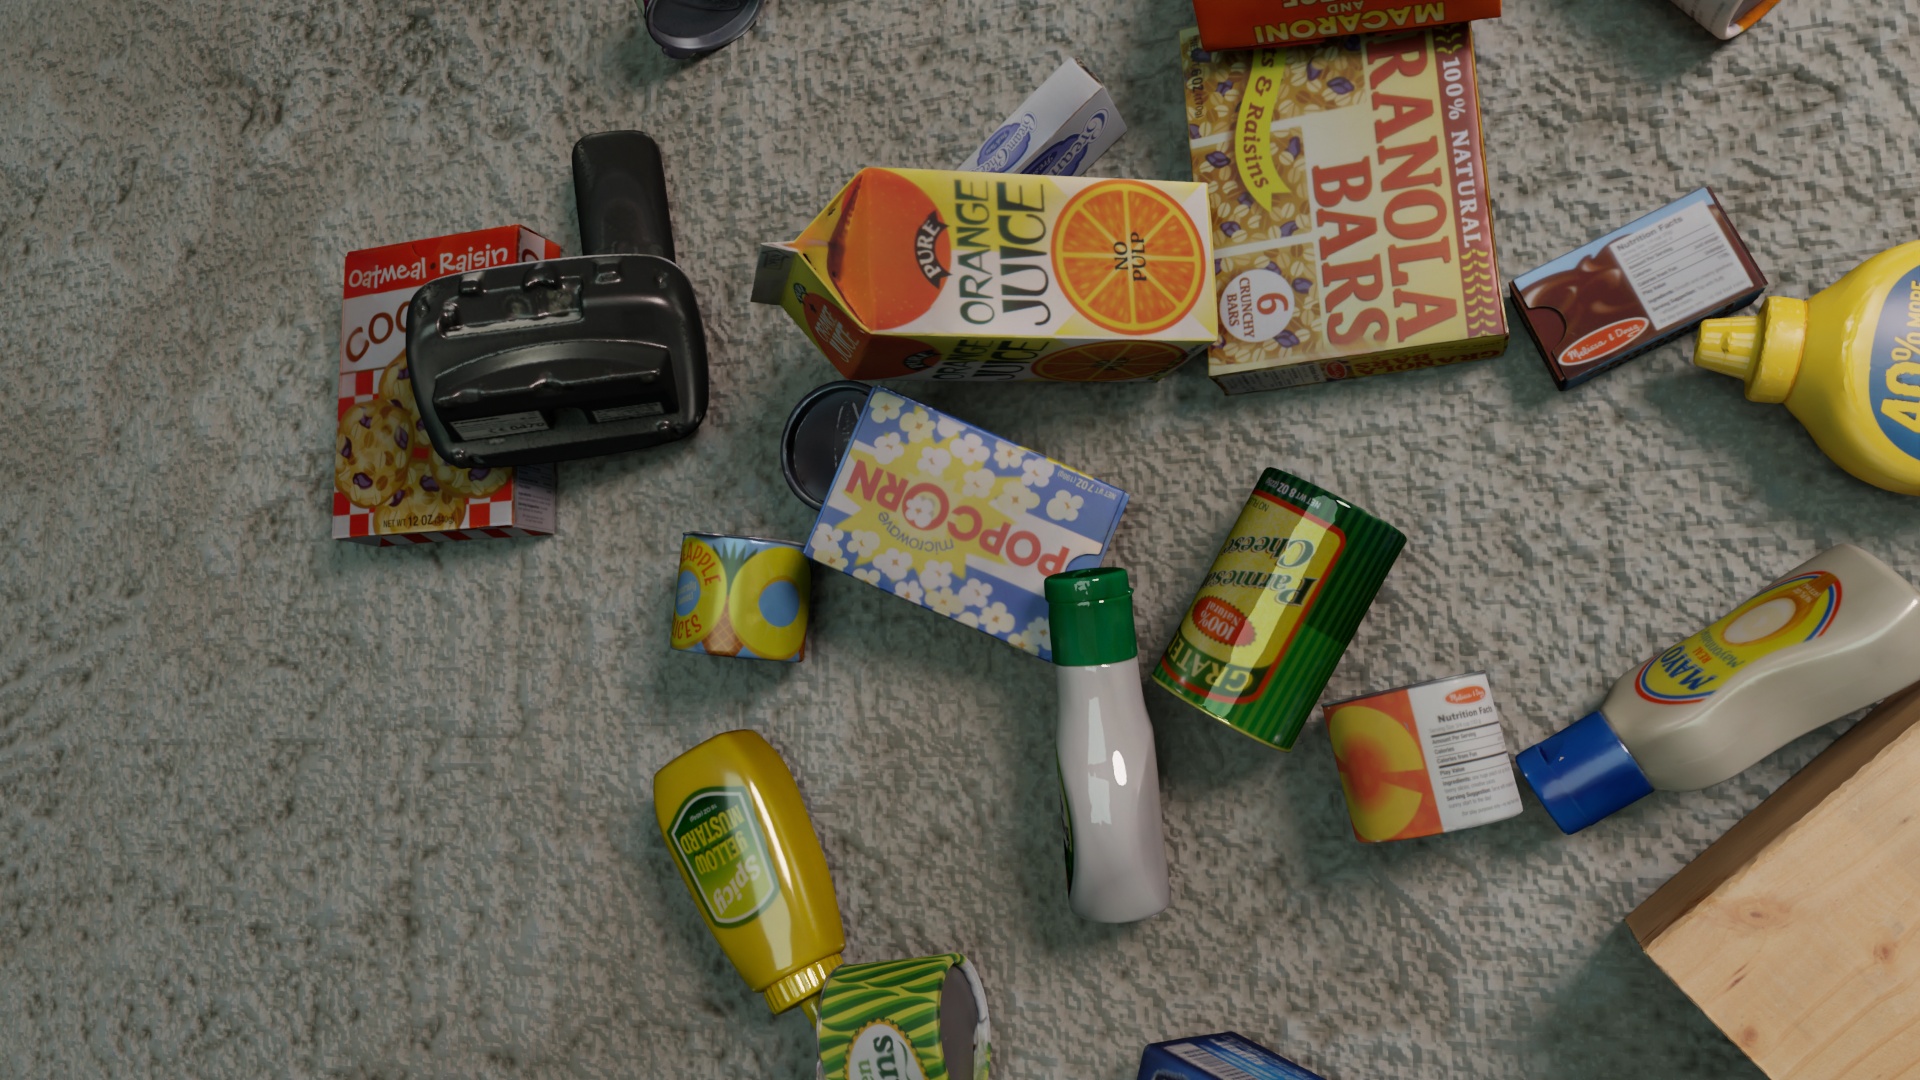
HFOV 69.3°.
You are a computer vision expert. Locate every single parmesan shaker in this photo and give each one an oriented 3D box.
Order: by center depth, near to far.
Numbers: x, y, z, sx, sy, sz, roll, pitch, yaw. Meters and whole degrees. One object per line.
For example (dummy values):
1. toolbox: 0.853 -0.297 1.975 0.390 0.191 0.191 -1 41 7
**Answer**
1. parmesan shaker: 0.132 0.027 0.589 0.071 0.071 0.103 29 94 22

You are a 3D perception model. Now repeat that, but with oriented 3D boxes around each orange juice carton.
1. orange juice carton: 0.007 -0.112 0.600 0.193 0.071 0.073 -1 82 -13

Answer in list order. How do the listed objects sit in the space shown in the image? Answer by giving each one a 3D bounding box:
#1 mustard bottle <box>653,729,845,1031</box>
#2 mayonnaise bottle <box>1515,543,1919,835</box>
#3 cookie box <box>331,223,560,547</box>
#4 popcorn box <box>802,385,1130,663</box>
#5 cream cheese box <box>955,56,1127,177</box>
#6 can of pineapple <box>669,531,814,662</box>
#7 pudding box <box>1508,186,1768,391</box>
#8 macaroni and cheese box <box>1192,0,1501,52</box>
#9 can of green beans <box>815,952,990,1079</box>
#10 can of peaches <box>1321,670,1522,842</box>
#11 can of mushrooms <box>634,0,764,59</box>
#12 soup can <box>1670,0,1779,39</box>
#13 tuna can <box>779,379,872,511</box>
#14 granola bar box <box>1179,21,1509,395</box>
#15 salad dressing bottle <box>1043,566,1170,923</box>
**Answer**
1. mustard bottle: -0.091 0.171 0.663 0.065 0.049 0.160 -34 73 16
2. mayonnaise bottle: 0.286 0.060 0.527 0.148 0.065 0.041 -35 103 16
3. cookie box: -0.287 -0.084 0.775 0.123 0.040 0.167 -4 82 20
4. popcorn box: 0.002 -0.008 0.636 0.127 0.038 0.085 23 92 2
5. cream cheese box: 0.030 -0.176 0.659 0.103 0.053 0.024 -43 73 11
6. can of pineapple: -0.107 0.028 0.677 0.071 0.071 0.058 4 85 21
7. pudding box: 0.275 -0.102 0.569 0.083 0.030 0.050 -26 76 16
8. macaroni and cheese box: 0.171 -0.293 0.603 0.123 0.040 0.167 0 65 21
9. can of green beans: -0.024 0.221 0.622 0.058 0.071 0.071 -12 79 19
10. can of peaches: 0.184 0.088 0.561 0.071 0.071 0.058 -16 79 19
11. can of mushrooms: -0.141 -0.291 0.734 0.071 0.071 0.033 -31 74 15
12. soup can: 0.302 -0.256 0.559 0.071 0.071 0.084 -44 71 11
13. tuna can: -0.050 -0.044 0.684 0.071 0.033 0.071 -3 82 21
14. granola bar box: 0.166 -0.156 0.612 0.124 0.039 0.165 -7 81 20
15. salad dressing bottle: 0.062 0.086 0.598 0.044 0.064 0.147 -5 94 12
